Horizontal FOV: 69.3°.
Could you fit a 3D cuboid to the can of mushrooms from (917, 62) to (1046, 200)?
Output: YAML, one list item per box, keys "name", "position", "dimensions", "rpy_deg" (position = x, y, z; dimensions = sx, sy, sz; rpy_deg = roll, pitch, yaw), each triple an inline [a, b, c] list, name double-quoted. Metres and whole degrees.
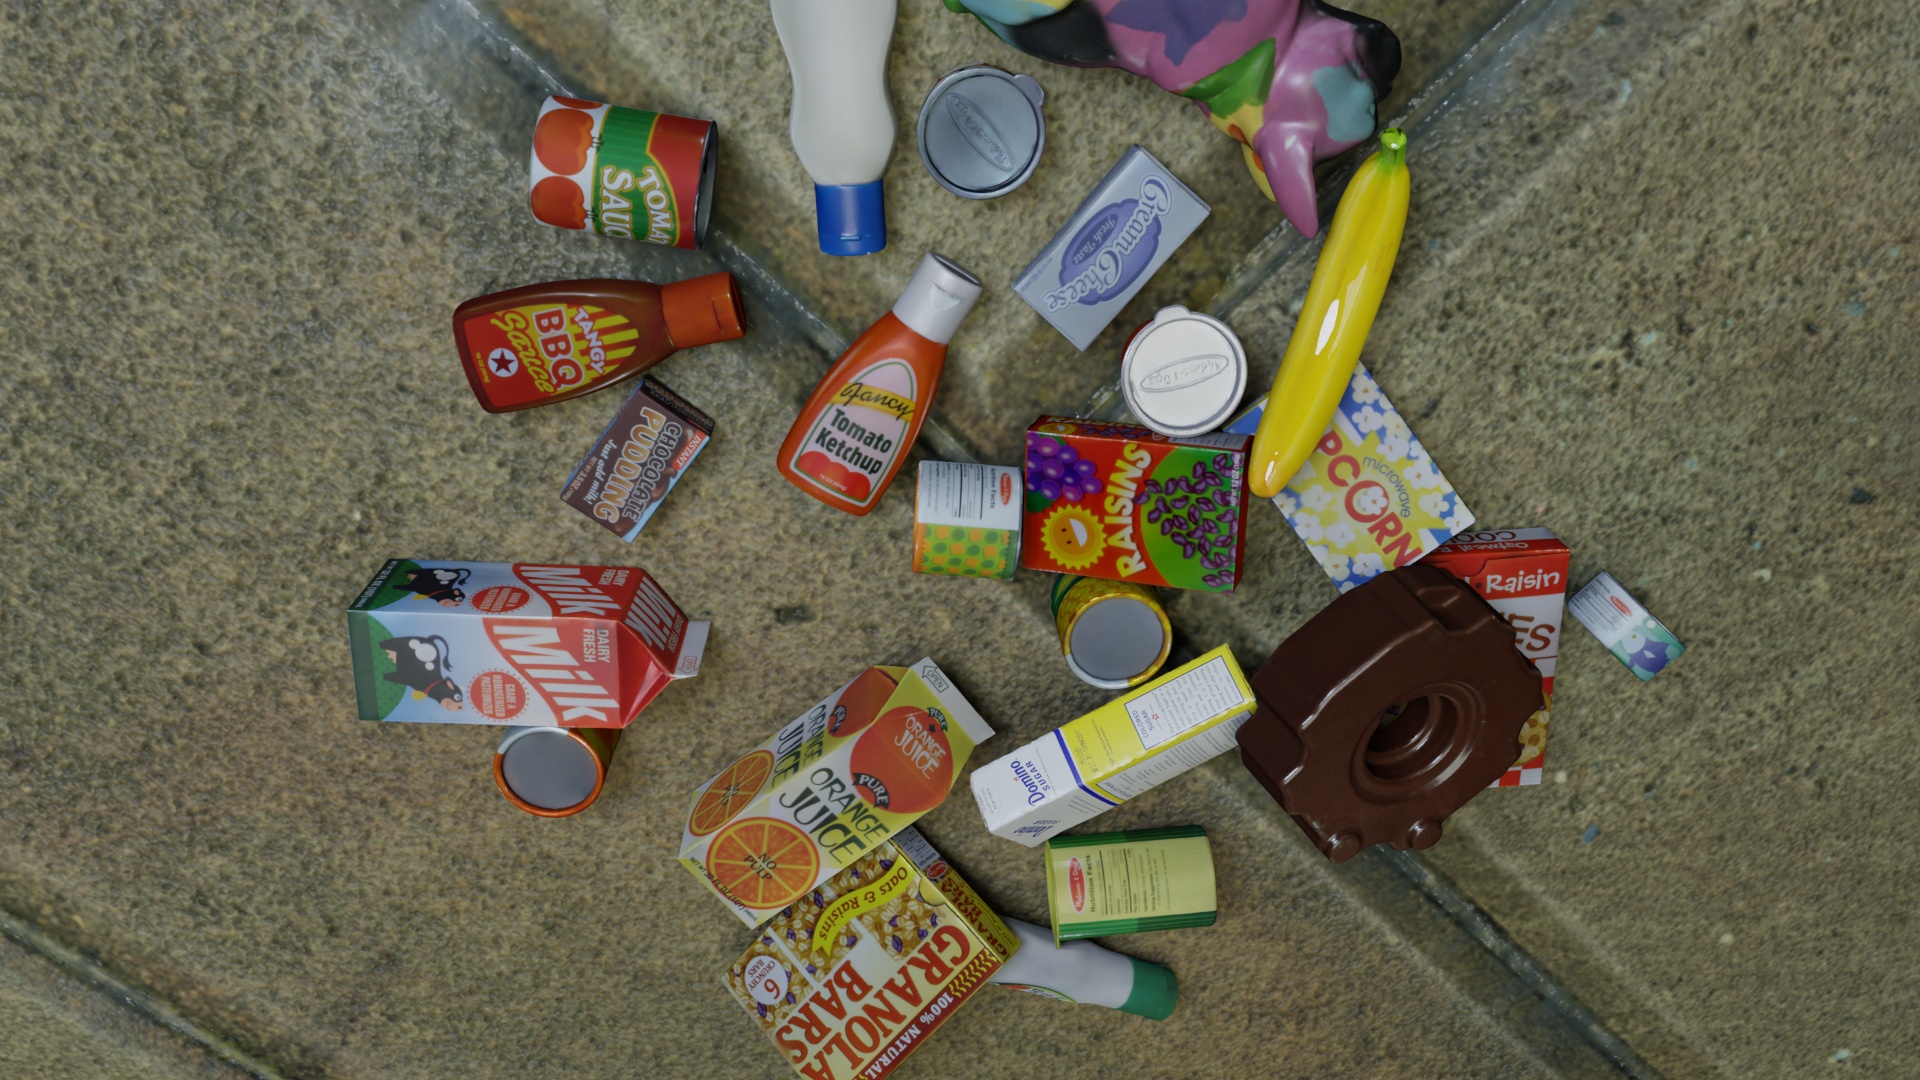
- name: "can of mushrooms"
  position: [0.012, -0.215, 0.723]
  dimensions: [0.071, 0.033, 0.070]
  rpy_deg: [-1, 113, -2]

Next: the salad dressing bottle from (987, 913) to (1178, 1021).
- name: "salad dressing bottle"
  position: [0.077, 0.290, 0.937]
  dimensions: [0.148, 0.064, 0.044]
  rpy_deg: [21, 75, -19]

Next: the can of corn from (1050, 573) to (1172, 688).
- name: "can of corn"
  position: [0.090, 0.045, 0.828]
  dimensions: [0.071, 0.058, 0.071]
  rpy_deg: [-1, 114, -3]

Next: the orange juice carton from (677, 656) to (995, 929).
- name: "orange juice carton"
  position: [-0.075, 0.148, 0.857]
  dimensions: [0.192, 0.073, 0.071]
  rpy_deg: [-36, 111, 12]

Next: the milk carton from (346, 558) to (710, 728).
- name: "milk carton"
  position: [-0.245, 0.060, 0.809]
  dimensions: [0.191, 0.072, 0.073]
  rpy_deg: [2, 113, -4]

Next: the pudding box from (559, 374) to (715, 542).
- name: "pudding box"
  position: [-0.183, -0.046, 0.789]
  dimensions: [0.049, 0.030, 0.083]
  rpy_deg: [36, 108, -18]

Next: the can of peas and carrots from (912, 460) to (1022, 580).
- name: "can of peas and carrots"
  position: [0.003, -0.010, 0.796]
  dimensions: [0.059, 0.071, 0.070]
  rpy_deg: [4, 114, -4]

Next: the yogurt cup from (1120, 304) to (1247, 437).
- name: "yogurt cup"
  position: [0.119, -0.095, 0.766]
  dimensions: [0.072, 0.054, 0.072]
  rpy_deg: [-1, 104, -2]

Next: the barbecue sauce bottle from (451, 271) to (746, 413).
- name: "barbecue sauce bottle"
  position: [-0.192, -0.113, 0.752]
  dimensions: [0.148, 0.044, 0.064]
  rpy_deg: [-12, 113, 2]

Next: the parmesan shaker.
- name: "parmesan shaker"
  position: [0.110, 0.225, 0.902]
  dimensions: [0.103, 0.071, 0.071]
  rpy_deg: [-4, 114, -2]

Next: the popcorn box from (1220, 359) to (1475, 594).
- name: "popcorn box"
  position: [0.218, -0.039, 0.789]
  dimensions: [0.085, 0.038, 0.126]
  rpy_deg: [-36, 92, 11]

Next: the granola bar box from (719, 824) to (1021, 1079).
- name: "granola bar box"
  position: [-0.061, 0.274, 0.901]
  dimensions: [0.124, 0.039, 0.165]
  rpy_deg: [45, 107, 13]

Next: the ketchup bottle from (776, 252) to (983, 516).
- name: "ketchup bottle"
  position: [-0.041, -0.088, 0.771]
  dimensions: [0.065, 0.044, 0.148]
  rpy_deg: [29, 109, -14]

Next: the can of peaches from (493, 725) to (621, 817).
- name: "can of peaches"
  position: [-0.244, 0.128, 0.847]
  dimensions: [0.071, 0.058, 0.071]
  rpy_deg: [-1, 113, -2]

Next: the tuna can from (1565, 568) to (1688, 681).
- name: "tuna can"
  position: [0.405, 0.053, 0.845]
  dimensions: [0.071, 0.071, 0.032]
  rpy_deg: [38, 108, -17]

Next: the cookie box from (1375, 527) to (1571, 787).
- name: "cookie box"
  position: [0.303, 0.077, 0.863]
  dimensions: [0.123, 0.040, 0.166]
  rpy_deg: [-4, 114, -1]

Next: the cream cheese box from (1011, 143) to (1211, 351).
- name: "cream cheese box"
  position: [0.081, -0.159, 0.756]
  dimensions: [0.053, 0.024, 0.103]
  rpy_deg: [38, 107, -18]

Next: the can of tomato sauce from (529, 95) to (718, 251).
- name: "can of tomato sauce"
  position: [-0.170, -0.185, 0.707]
  dimensions: [0.083, 0.071, 0.071]
  rpy_deg: [8, 113, -6]

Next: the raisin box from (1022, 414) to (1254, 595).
- name: "raisin box"
  position: [0.099, -0.022, 0.786]
  dimensions: [0.123, 0.040, 0.085]
  rpy_deg: [7, 111, 18]

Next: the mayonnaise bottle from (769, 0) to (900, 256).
- name: "mayonnaise bottle"
  position: [-0.061, -0.223, 0.713]
  dimensions: [0.065, 0.041, 0.147]
  rpy_deg: [-2, 115, 0]
